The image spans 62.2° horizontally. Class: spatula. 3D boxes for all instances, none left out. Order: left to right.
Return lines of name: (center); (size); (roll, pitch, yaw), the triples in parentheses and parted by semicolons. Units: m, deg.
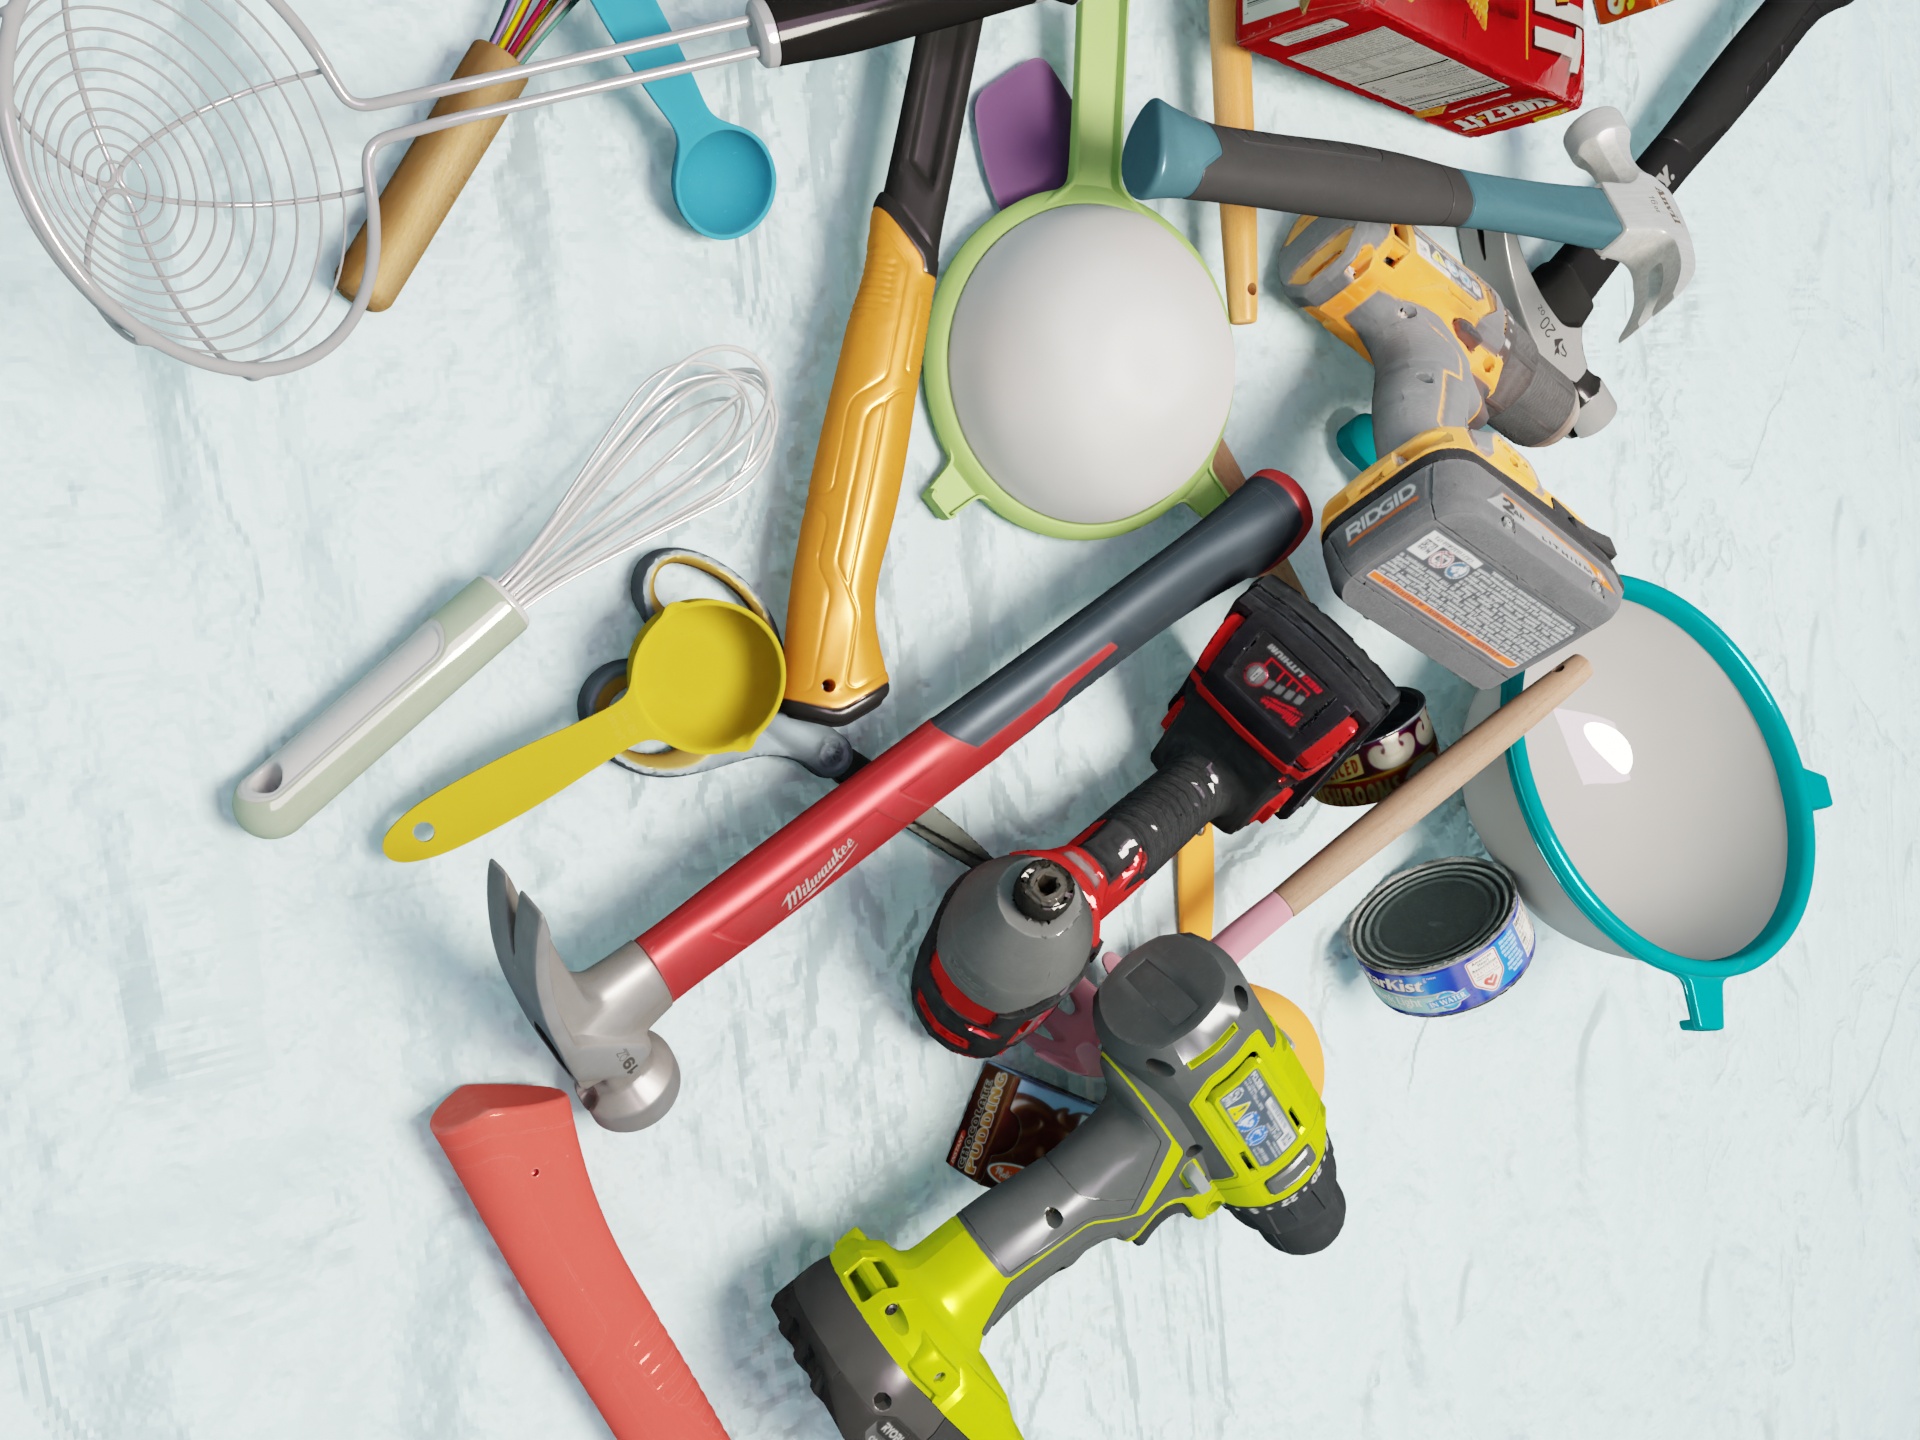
spatula: (0.097, -0.148, 0.728); (0.060, 0.018, 0.315); (-41, 111, -19)
spatula: (0.113, -0.340, 0.711); (0.081, 0.041, 0.322); (-7, 97, -32)

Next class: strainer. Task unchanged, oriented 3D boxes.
strainer: (0.067, -0.202, 0.659); (0.151, 0.069, 0.256); (-2, 99, -23)
strainer: (0.291, -0.010, 0.824); (0.340, 0.095, 0.211); (48, 57, -3)

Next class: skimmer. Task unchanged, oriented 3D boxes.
skimmer: (-0.108, -0.212, 0.512); (0.363, 0.090, 0.127); (-23, 113, -21)

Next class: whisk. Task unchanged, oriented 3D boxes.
whisk: (-0.156, -0.048, 0.564); (0.246, 0.058, 0.059); (-45, 144, -17)
whisk: (-0.152, -0.251, 0.556); (0.051, 0.047, 0.245); (32, 80, -30)

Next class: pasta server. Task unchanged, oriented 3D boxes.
pasta server: (0.162, 0.060, 0.714); (0.316, 0.060, 0.040); (-36, 115, -9)

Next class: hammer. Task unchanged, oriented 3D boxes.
hammer: (-0.112, 0.296, 0.617); (0.149, 0.037, 0.359); (-33, 110, -26)
hammer: (-0.034, -0.165, 0.617); (0.127, 0.034, 0.337); (11, 88, -13)
hammer: (-0.001, -0.002, 0.616); (0.386, 0.038, 0.143); (-37, 145, -22)
hammer: (0.207, -0.233, 0.700); (0.331, 0.033, 0.128); (-5, 65, -31)
hammer: (0.395, -0.323, 0.871); (0.335, 0.035, 0.146); (-49, 115, -12)

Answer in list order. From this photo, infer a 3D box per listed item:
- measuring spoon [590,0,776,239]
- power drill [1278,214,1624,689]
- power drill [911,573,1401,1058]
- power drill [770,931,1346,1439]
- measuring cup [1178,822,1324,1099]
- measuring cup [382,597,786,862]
measuring spoon: (-0.110, -0.234, 0.576); (0.042, 0.021, 0.128); (-41, 131, -11)
power drill: (0.235, -0.127, 0.735); (0.185, 0.084, 0.226); (26, 46, -28)
power drill: (0.074, 0.043, 0.655); (0.220, 0.143, 0.078); (-39, 76, -25)
power drill: (0.056, 0.216, 0.653); (0.228, 0.080, 0.190); (-39, 127, -8)
measuring cup: (0.127, 0.125, 0.742); (0.095, 0.052, 0.173); (-7, 99, -31)
measuring cup: (-0.137, 0.006, 0.579); (0.156, 0.029, 0.062); (-29, 108, -11)
